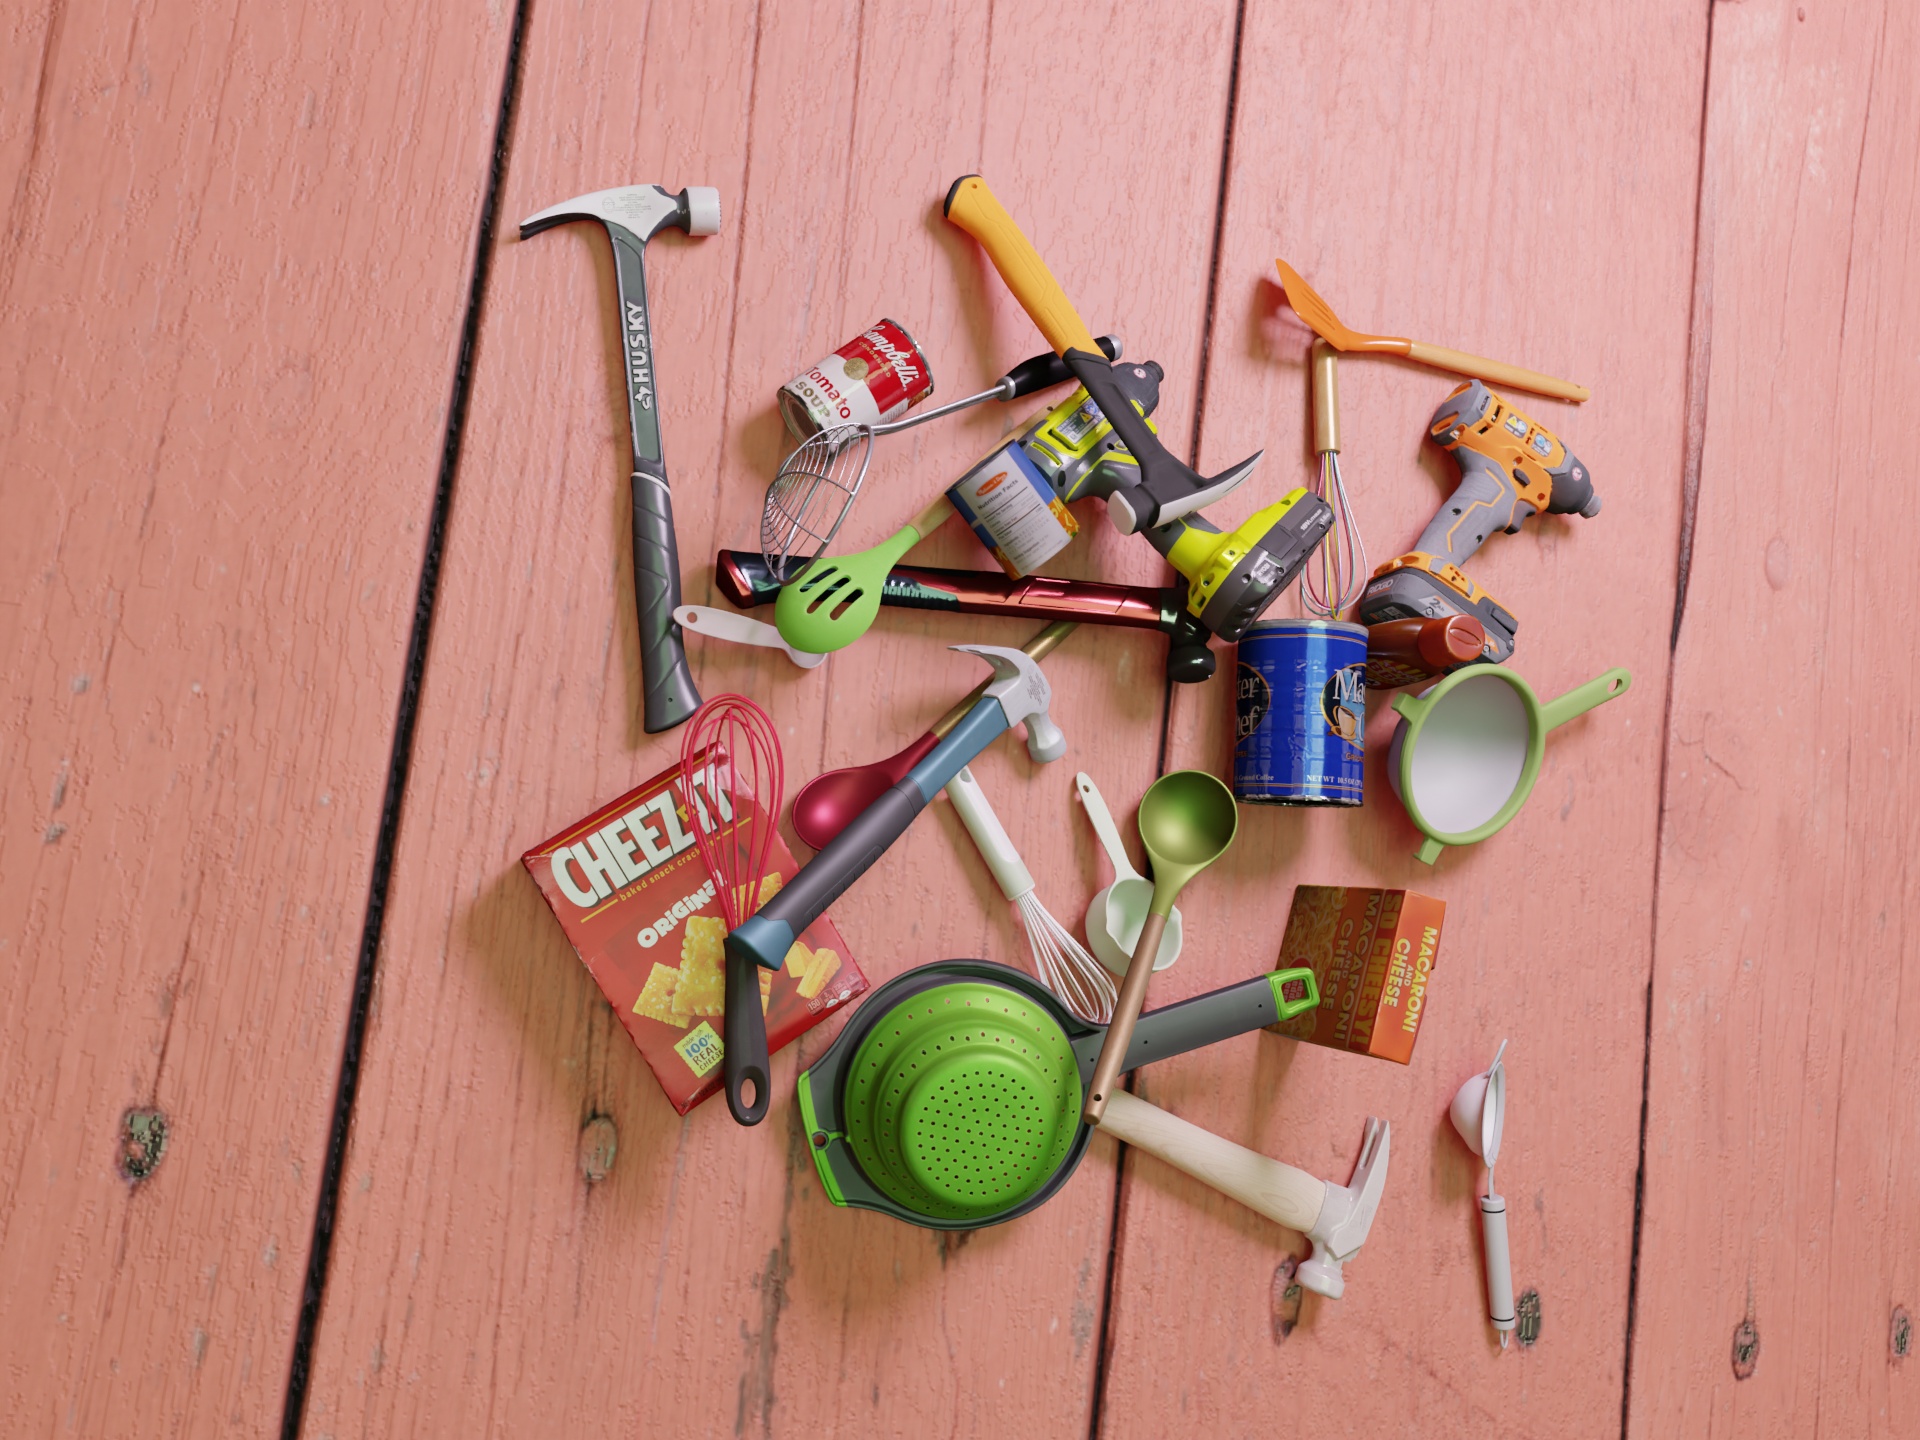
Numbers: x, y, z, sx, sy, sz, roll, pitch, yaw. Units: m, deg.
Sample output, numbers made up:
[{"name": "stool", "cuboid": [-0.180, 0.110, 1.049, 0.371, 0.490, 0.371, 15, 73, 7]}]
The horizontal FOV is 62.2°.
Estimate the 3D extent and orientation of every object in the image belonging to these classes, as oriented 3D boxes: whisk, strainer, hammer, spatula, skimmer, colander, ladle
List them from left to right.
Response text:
[{"name": "hammer", "cuboid": [-0.236, -0.194, 1.174, 0.149, 0.036, 0.409, -5, 86, -15]}, {"name": "whisk", "cuboid": [-0.150, 0.129, 1.083, 0.073, 0.073, 0.296, -3, 90, -16]}, {"name": "hammer", "cuboid": [-0.041, 0.061, 1.127, 0.331, 0.033, 0.128, -44, 125, -34]}, {"name": "ladle", "cuboid": [-0.002, -0.004, 1.224, 0.315, 0.031, 0.069, -40, 72, -18]}, {"name": "skimmer", "cuboid": [0.000, -0.206, 1.197, 0.363, 0.127, 0.090, -27, 91, -32]}, {"name": "hammer", "cuboid": [0.008, -0.113, 1.224, 0.386, 0.038, 0.143, 4, 66, -11]}, {"name": "whisk", "cuboid": [0.051, 0.138, 1.217, 0.058, 0.059, 0.246, -28, 88, -52]}, {"name": "colander", "cuboid": [0.084, 0.257, 1.143, 0.397, 0.094, 0.204, -16, 96, -7]}, {"name": "hammer", "cuboid": [0.091, -0.292, 1.212, 0.127, 0.034, 0.337, -24, 69, -22]}, {"name": "hammer", "cuboid": [0.145, 0.305, 1.232, 0.410, 0.038, 0.146, 26, 77, -11]}, {"name": "ladle", "cuboid": [0.138, 0.156, 1.158, 0.078, 0.062, 0.320, 14, 43, 13]}, {"name": "whisk", "cuboid": [0.307, -0.200, 1.326, 0.047, 0.051, 0.245, 7, 78, -36]}, {"name": "spatula", "cuboid": [0.407, -0.320, 1.358, 0.322, 0.041, 0.081, 10, 47, -17]}, {"name": "strainer", "cuboid": [0.433, 0.388, 1.302, 0.087, 0.050, 0.258, -8, 93, -60]}, {"name": "strainer", "cuboid": [0.446, 0.003, 1.325, 0.256, 0.069, 0.151, -23, 112, -22]}]

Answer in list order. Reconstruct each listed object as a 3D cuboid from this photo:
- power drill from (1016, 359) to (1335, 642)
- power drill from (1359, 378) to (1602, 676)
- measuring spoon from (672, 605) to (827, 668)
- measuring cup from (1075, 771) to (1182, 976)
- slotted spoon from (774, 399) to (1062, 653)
[{"name": "power drill", "cuboid": [0.168, -0.180, 1.232, 0.223, 0.080, 0.171, 40, 60, 10]}, {"name": "power drill", "cuboid": [0.445, -0.154, 1.337, 0.164, 0.084, 0.226, 31, 74, -11]}, {"name": "measuring spoon", "cuboid": [-0.157, -0.065, 1.179, 0.124, 0.018, 0.034, 13, 80, -28]}, {"name": "measuring cup", "cuboid": [0.115, 0.122, 1.243, 0.083, 0.038, 0.168, -6, 66, -40]}, {"name": "slotted spoon", "cuboid": [-0.021, -0.158, 1.204, 0.070, 0.031, 0.314, 40, 61, 12]}]
